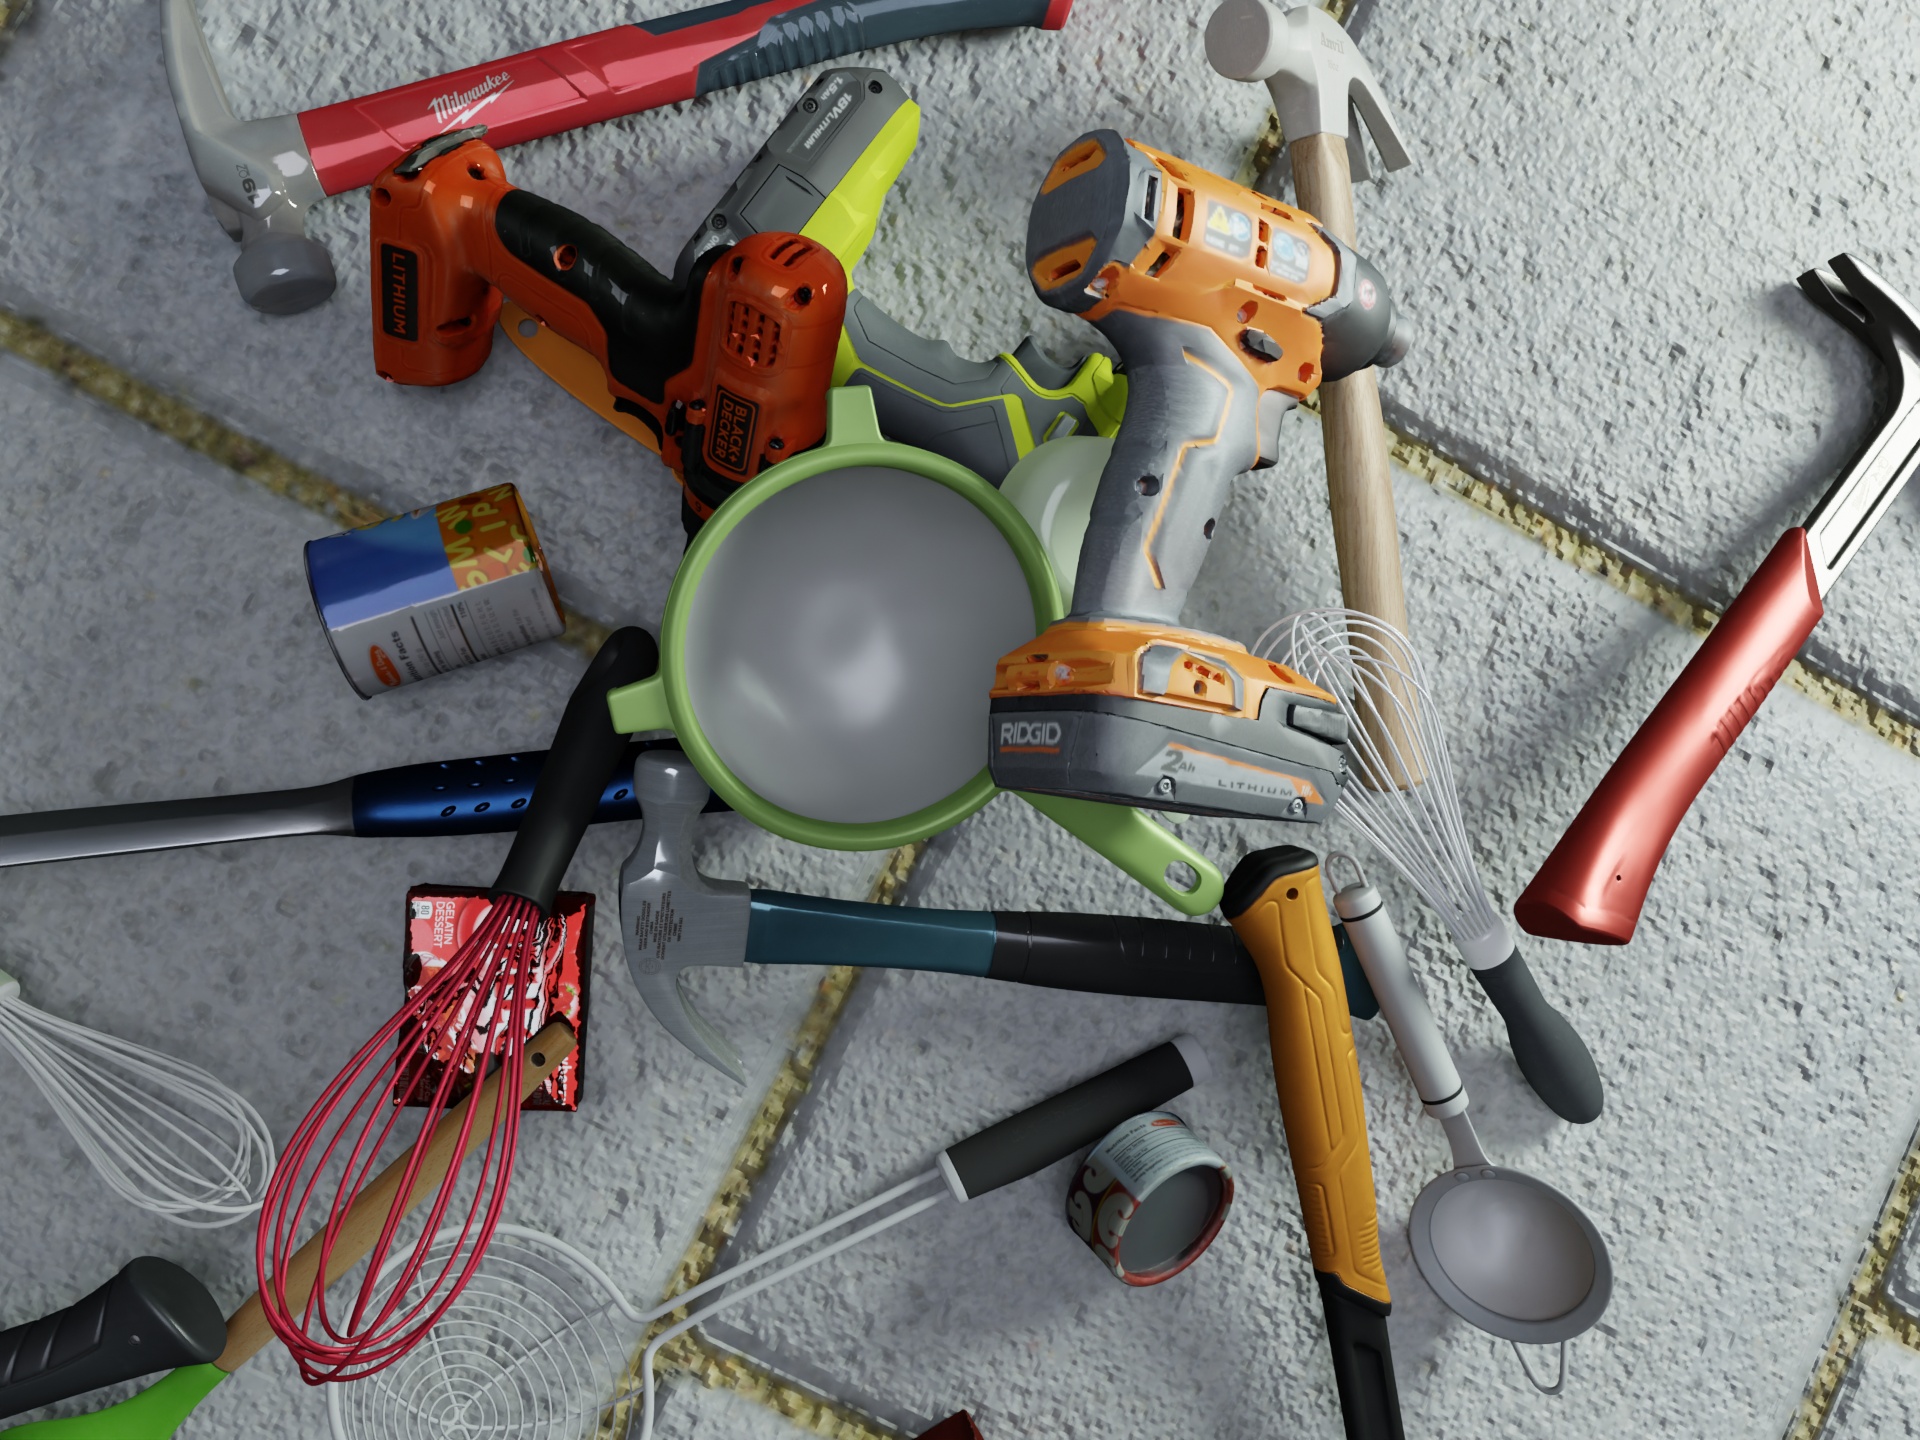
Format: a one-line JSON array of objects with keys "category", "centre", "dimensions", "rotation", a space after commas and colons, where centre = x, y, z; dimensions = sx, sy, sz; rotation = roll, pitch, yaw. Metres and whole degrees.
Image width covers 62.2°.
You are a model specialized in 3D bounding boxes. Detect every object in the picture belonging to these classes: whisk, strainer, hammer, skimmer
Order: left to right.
[{"category": "hammer", "centre": [-0.438, 0.273, 0.584], "dimensions": [0.335, 0.035, 0.146], "rotation": [-17, 95, -3]}, {"category": "whisk", "centre": [-0.369, 0.116, 0.619], "dimensions": [0.246, 0.059, 0.058], "rotation": [36, 100, 0]}, {"category": "hammer", "centre": [-0.249, 0.041, 0.626], "dimensions": [0.405, 0.035, 0.144], "rotation": [-5, 60, -12]}, {"category": "whisk", "centre": [-0.165, 0.083, 0.565], "dimensions": [0.073, 0.073, 0.296], "rotation": [20, 57, -7]}, {"category": "hammer", "centre": [-0.132, -0.295, 0.676], "dimensions": [0.386, 0.038, 0.143], "rotation": [-19, 88, -8]}, {"category": "skimmer", "centre": [-0.059, 0.203, 0.634], "dimensions": [0.363, 0.090, 0.127], "rotation": [-24, 61, -11]}, {"category": "strainer", "centre": [-0.001, -0.002, 0.623], "dimensions": [0.256, 0.069, 0.151], "rotation": [36, 90, -21]}, {"category": "hammer", "centre": [0.025, 0.093, 0.660], "dimensions": [0.331, 0.033, 0.128], "rotation": [7, 100, -15]}, {"category": "hammer", "centre": [0.170, -0.134, 0.689], "dimensions": [0.130, 0.031, 0.331], "rotation": [-18, 102, -51]}, {"category": "hammer", "centre": [0.169, 0.215, 0.670], "dimensions": [0.127, 0.034, 0.337], "rotation": [-13, 98, -8]}, {"category": "whisk", "centre": [0.206, 0.069, 0.676], "dimensions": [0.070, 0.070, 0.284], "rotation": [-37, 109, -8]}, {"category": "strainer", "centre": [0.213, 0.168, 0.683], "dimensions": [0.050, 0.087, 0.258], "rotation": [-39, 107, -52]}, {"category": "hammer", "centre": [0.348, -0.047, 0.700], "dimensions": [0.149, 0.036, 0.359], "rotation": [45, 71, -4]}]

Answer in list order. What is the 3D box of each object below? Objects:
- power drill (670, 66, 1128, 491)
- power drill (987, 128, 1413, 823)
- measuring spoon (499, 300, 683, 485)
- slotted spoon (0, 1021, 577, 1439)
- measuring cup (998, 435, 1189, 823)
[{"category": "power drill", "centre": [0.012, -0.161, 0.671], "dimensions": [0.228, 0.080, 0.190], "rotation": [37, 84, -8]}, {"category": "power drill", "centre": [0.095, -0.080, 0.576], "dimensions": [0.164, 0.084, 0.226], "rotation": [9, 84, -31]}, {"category": "measuring spoon", "centre": [-0.151, -0.139, 0.681], "dimensions": [0.117, 0.011, 0.021], "rotation": [40, 82, -1]}, {"category": "slotted spoon", "centre": [-0.270, 0.228, 0.619], "dimensions": [0.314, 0.031, 0.070], "rotation": [-43, 93, -3]}, {"category": "measuring cup", "centre": [0.068, -0.033, 0.633], "dimensions": [0.083, 0.038, 0.167], "rotation": [-23, 102, -14]}]
